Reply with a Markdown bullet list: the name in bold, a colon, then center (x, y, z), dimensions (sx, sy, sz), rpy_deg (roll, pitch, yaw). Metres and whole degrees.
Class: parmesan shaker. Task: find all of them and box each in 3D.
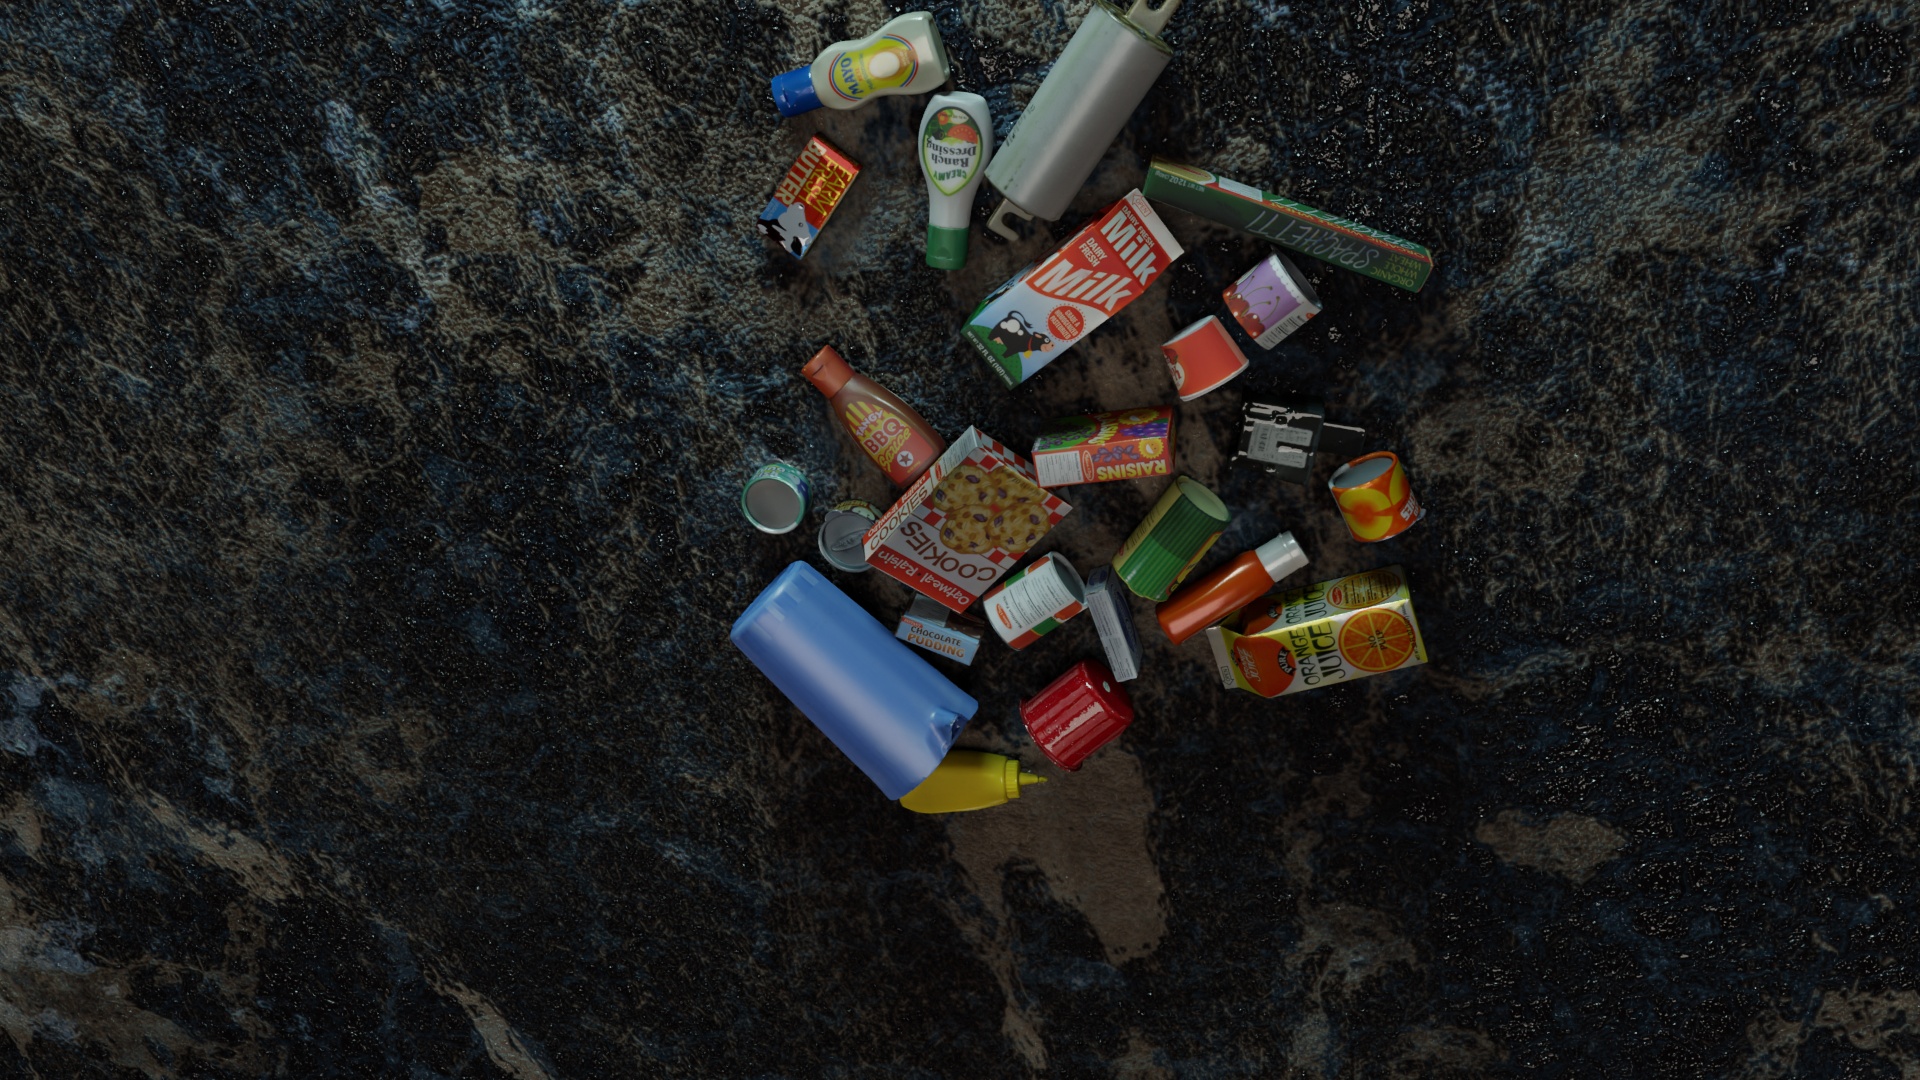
- **parmesan shaker**: center (0.198, 0.000, 1.303), dimensions (0.071, 0.071, 0.102), rpy_deg (33, 117, -6)

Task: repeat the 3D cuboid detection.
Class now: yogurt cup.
- **yogurt cup**: center (0.213, -0.163, 1.227), dimensions (0.072, 0.073, 0.054), rpy_deg (-27, 100, 21)

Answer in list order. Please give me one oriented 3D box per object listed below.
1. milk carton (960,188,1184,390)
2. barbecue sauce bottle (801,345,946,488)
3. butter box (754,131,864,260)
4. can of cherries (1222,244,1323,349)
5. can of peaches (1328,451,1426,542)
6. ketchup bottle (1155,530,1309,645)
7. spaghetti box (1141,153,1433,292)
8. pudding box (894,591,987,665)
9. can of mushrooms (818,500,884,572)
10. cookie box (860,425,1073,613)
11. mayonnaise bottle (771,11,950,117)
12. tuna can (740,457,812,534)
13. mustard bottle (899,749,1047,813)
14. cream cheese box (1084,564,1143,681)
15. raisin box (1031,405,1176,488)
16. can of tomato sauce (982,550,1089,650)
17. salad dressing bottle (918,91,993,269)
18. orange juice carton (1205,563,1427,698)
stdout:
- **milk carton**: center (0.098, -0.222, 1.214), dimensions (0.190, 0.074, 0.072), rpy_deg (-34, 105, 23)
- **barbecue sauce bottle**: center (-0.085, -0.121, 1.315), dimensions (0.064, 0.044, 0.148), rpy_deg (-41, 102, 22)
- **butter box**: center (-0.135, -0.308, 1.244), dimensions (0.053, 0.024, 0.103), rpy_deg (35, 117, -8)
- **can of cherries**: center (0.267, -0.209, 1.194), dimensions (0.058, 0.072, 0.071), rpy_deg (-39, 103, 25)
- **can of peaches**: center (0.375, -0.040, 1.253), dimensions (0.071, 0.071, 0.058), rpy_deg (-23, 109, 20)
- **ketchup bottle**: center (0.258, 0.043, 1.321), dimensions (0.148, 0.065, 0.043), rpy_deg (-33, 95, 14)
- **spaghetti box**: center (0.275, -0.268, 1.171), dimensions (0.250, 0.050, 0.028), rpy_deg (20, 120, 1)
- **pudding box**: center (-0.019, 0.089, 1.400), dimensions (0.084, 0.050, 0.030), rpy_deg (21, 119, 0)
- **can of mushrooms**: center (-0.106, -0.007, 1.380), dimensions (0.071, 0.033, 0.070), rpy_deg (5, 117, 9)
- **cookie box**: center (0.005, -0.017, 1.330), dimensions (0.123, 0.040, 0.167), rpy_deg (31, 119, -29)
- **mayonnaise bottle**: center (-0.087, -0.398, 1.182), dimensions (0.148, 0.041, 0.064), rpy_deg (-13, 114, 16)
- **tuna can**: center (-0.183, -0.044, 1.377), dimensions (0.071, 0.033, 0.070), rpy_deg (4, 117, 9)
- **mustard bottle**: center (0.014, 0.255, 1.475), dimensions (0.160, 0.049, 0.065), rpy_deg (-2, 116, 11)
- **cream cheese box**: center (0.151, 0.081, 1.362), dimensions (0.024, 0.053, 0.103), rpy_deg (-15, 112, 19)
- **raisin box**: center (0.133, -0.086, 1.266), dimensions (0.123, 0.086, 0.040), rpy_deg (-6, 113, 14)
- **can of tomato sauce**: center (0.075, 0.058, 1.358), dimensions (0.083, 0.071, 0.071), rpy_deg (-34, 105, 19)
- **salad dressing bottle**: center (-0.007, -0.311, 1.207), dimensions (0.064, 0.044, 0.147), rpy_deg (9, 117, 8)
- **orange juice carton**: center (0.335, 0.091, 1.321), dimensions (0.192, 0.073, 0.071), rpy_deg (-16, 112, 18)
